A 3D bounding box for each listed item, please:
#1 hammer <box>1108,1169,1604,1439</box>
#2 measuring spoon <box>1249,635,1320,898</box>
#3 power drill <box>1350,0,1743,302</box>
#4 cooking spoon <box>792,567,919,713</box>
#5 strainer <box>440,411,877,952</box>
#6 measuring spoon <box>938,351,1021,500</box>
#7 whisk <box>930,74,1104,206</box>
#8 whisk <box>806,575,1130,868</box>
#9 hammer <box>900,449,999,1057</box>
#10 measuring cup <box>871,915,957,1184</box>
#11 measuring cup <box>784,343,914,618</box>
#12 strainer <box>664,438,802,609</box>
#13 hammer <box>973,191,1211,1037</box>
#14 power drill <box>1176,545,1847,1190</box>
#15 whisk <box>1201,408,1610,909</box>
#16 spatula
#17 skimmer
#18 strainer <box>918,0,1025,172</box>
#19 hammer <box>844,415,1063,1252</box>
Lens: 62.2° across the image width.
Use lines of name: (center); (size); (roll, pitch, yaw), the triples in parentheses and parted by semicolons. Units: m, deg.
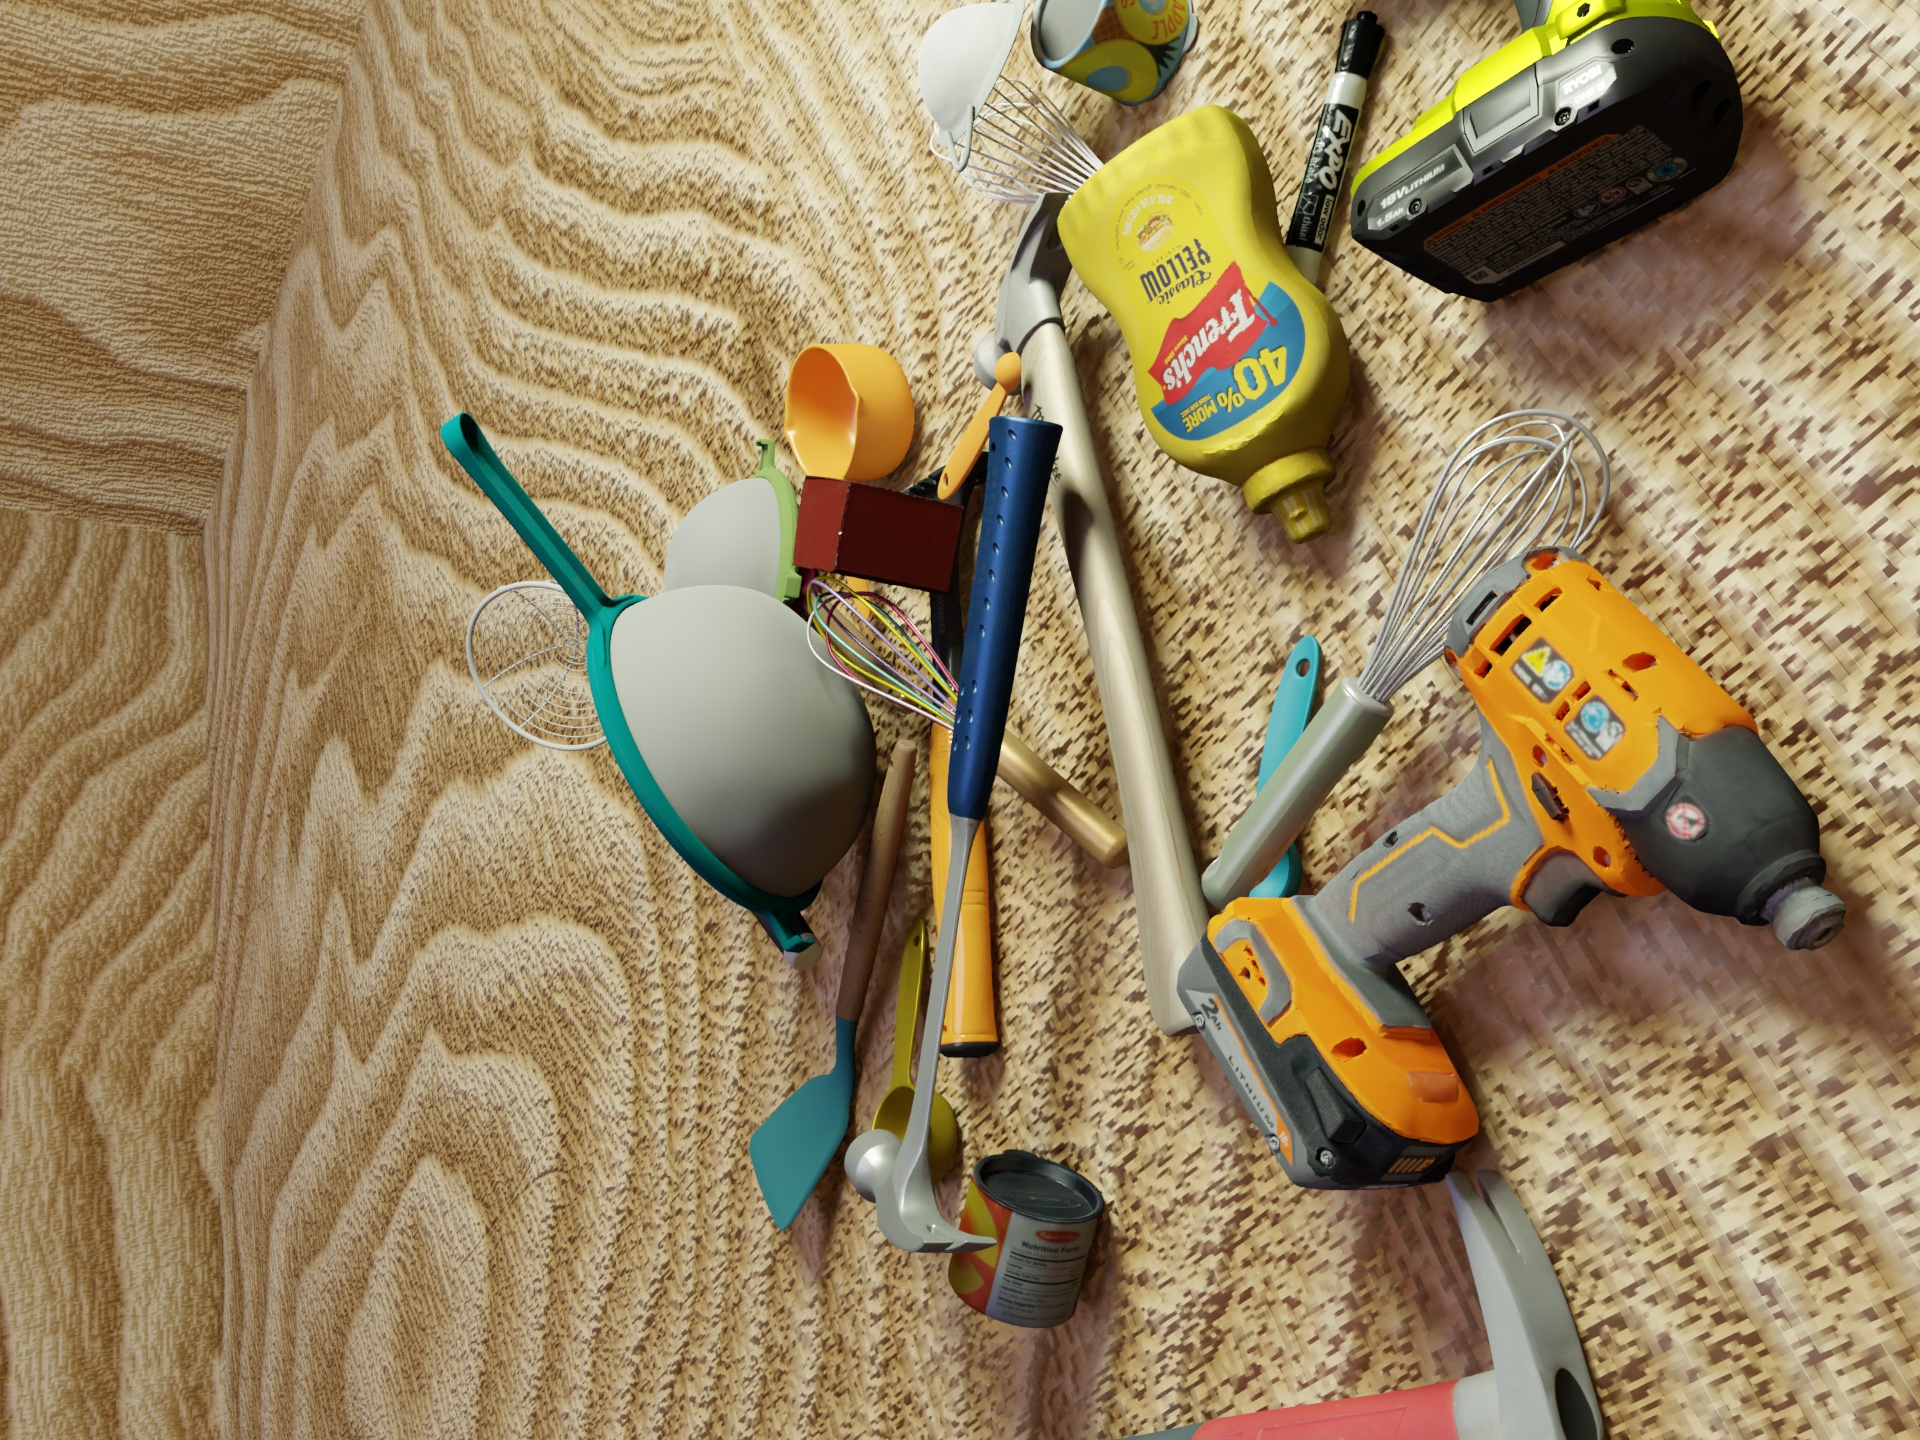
hammer: (0.102, 0.307, 0.689); (0.386, 0.038, 0.143); (-37, 53, 46)
measuring spoon: (0.146, 0.026, 0.705); (0.042, 0.021, 0.129); (6, 79, 53)
power drill: (0.199, -0.289, 0.626); (0.190, 0.080, 0.229); (-23, 63, 45)
cooking spoon: (-0.086, -0.068, 1.018); (0.319, 0.017, 0.068); (45, 122, 59)
strainer: (-0.145, -0.048, 0.888); (0.095, 0.340, 0.211); (-29, 25, 15)
measuring spoon: (0.006, -0.156, 0.857); (0.117, 0.011, 0.021); (126, 138, -53)
whisk: (0.072, -0.278, 0.836); (0.285, 0.070, 0.070); (47, 121, 42)
whisk: (-0.001, -0.001, 0.843); (0.245, 0.051, 0.047); (41, 113, 27)
hammer: (0.001, 0.017, 0.894); (0.127, 0.034, 0.337); (-22, 66, 53)
measuring cup: (-0.021, 0.189, 0.909); (0.062, 0.029, 0.157); (-29, 49, 49)
measuring cup: (-0.059, -0.153, 1.006); (0.095, 0.052, 0.173); (-6, 97, 56)
strainer: (-0.187, -0.070, 1.129); (0.256, 0.069, 0.152); (-57, 36, 42)
hammer: (0.074, -0.056, 0.768); (0.146, 0.038, 0.411); (119, 143, -63)
power drill: (0.192, 0.071, 0.573); (0.226, 0.084, 0.164); (-56, 43, 27)
whisk: (0.169, -0.016, 0.637); (0.059, 0.058, 0.246); (33, 115, 5)
spatula: (-0.072, 0.154, 0.941); (0.082, 0.044, 0.317); (-129, 46, -55)
skimmer: (-0.211, 0.038, 1.026); (0.364, 0.090, 0.127); (47, 127, 38)
strainer: (0.026, -0.407, 0.870); (0.087, 0.050, 0.259); (-24, 39, 59)
hammer: (0.004, 0.057, 0.770); (0.144, 0.035, 0.405); (-161, 79, -71)
